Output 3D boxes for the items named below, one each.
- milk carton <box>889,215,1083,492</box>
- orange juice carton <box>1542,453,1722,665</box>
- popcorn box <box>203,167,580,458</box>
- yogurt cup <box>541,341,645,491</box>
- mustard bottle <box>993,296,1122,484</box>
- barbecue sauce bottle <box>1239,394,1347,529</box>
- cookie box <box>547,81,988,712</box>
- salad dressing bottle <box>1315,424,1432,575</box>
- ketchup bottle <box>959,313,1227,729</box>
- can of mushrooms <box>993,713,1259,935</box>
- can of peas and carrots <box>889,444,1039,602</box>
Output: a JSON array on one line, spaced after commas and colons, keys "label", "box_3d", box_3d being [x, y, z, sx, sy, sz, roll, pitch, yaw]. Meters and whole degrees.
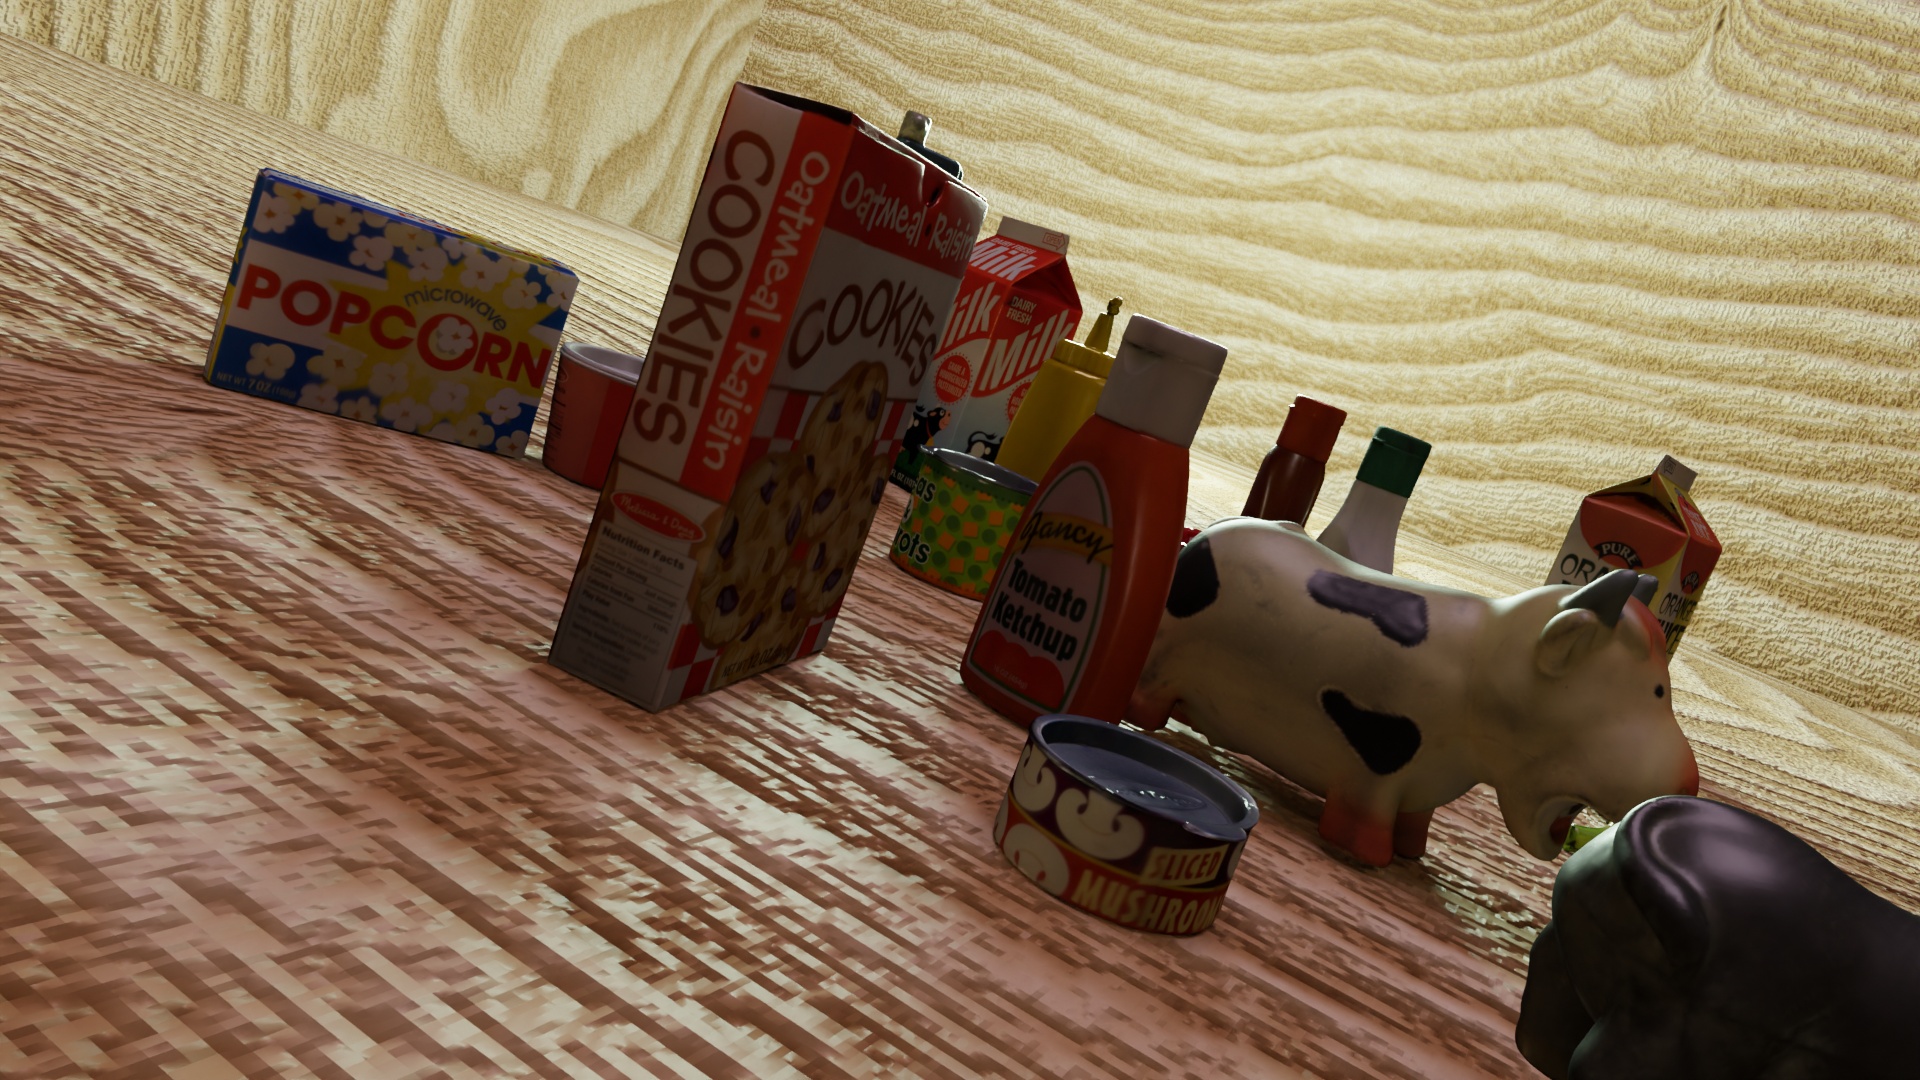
[{"label": "milk carton", "box_3d": [0.016, -0.118, 0.921, 0.073, 0.190, 0.072, 12, 13, -44]}, {"label": "orange juice carton", "box_3d": [0.432, 0.038, 0.910, 0.072, 0.192, 0.073, 11, 13, -45]}, {"label": "popcorn box", "box_3d": [-0.233, -0.092, 0.575, 0.127, 0.085, 0.038, 14, 11, -33]}, {"label": "yogurt cup", "box_3d": [-0.152, -0.052, 0.618, 0.072, 0.054, 0.072, 20, 9, -3]}, {"label": "mustard bottle", "box_3d": [0.056, -0.057, 0.753, 0.049, 0.160, 0.065, 27, 11, 33]}, {"label": "barbecue sauce bottle", "box_3d": [0.217, -0.025, 0.946, 0.044, 0.148, 0.065, 21, 9, 0]}, {"label": "cookie box", "box_3d": [-0.051, -0.040, 0.423, 0.040, 0.167, 0.123, 23, 10, 14]}, {"label": "salad dressing bottle", "box_3d": [0.257, 0.000, 0.894, 0.044, 0.147, 0.064, 16, 10, -25]}, {"label": "ketchup bottle", "box_3d": [0.051, -0.005, 0.496, 0.065, 0.148, 0.043, 28, 12, 40]}, {"label": "can of mushrooms", "box_3d": [0.046, 0.077, 0.377, 0.071, 0.033, 0.071, 20, 10, -3]}, {"label": "can of peas and carrots", "box_3d": [0.002, -0.009, 0.682, 0.071, 0.058, 0.071, 20, 9, -3]}]
